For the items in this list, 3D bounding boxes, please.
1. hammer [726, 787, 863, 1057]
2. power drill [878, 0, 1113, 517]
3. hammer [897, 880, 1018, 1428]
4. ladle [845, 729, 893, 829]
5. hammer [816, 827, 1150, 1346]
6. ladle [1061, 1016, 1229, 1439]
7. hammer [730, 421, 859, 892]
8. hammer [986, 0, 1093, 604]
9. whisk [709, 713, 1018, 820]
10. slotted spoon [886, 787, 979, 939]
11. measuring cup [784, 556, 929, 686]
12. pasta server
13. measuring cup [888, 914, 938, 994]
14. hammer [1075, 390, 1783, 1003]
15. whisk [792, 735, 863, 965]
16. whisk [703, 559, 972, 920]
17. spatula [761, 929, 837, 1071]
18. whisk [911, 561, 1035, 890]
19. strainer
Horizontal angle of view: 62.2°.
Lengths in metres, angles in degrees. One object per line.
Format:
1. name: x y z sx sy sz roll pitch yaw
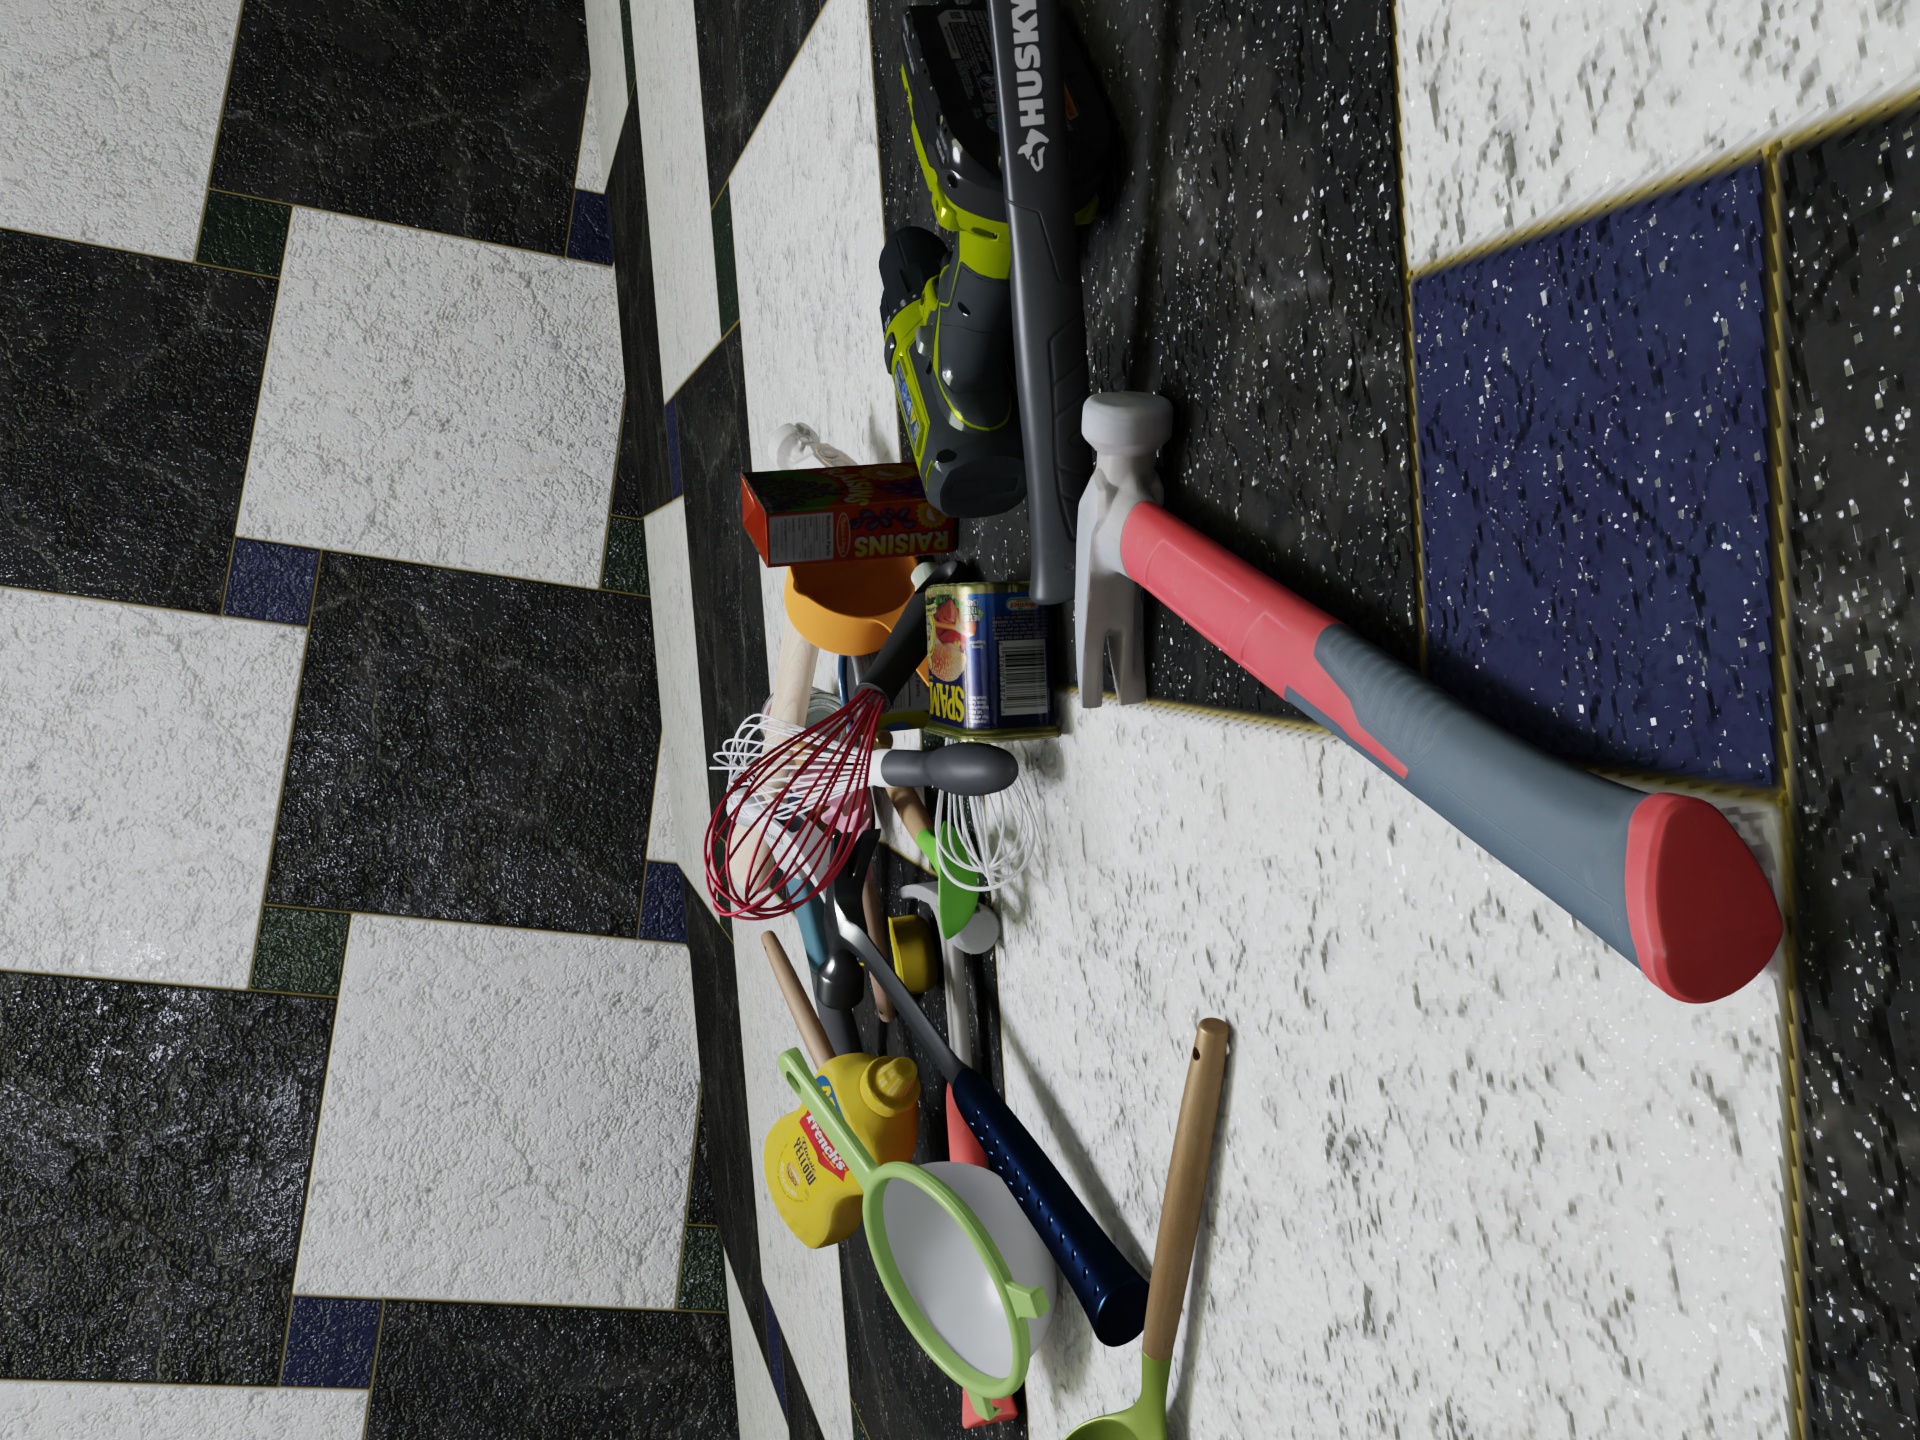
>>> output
1. hammer: -0.111 0.212 1.310 0.128 0.033 0.330 23 134 43
2. power drill: 0.002 -0.243 0.813 0.228 0.080 0.191 104 155 -56
3. hammer: 0.002 0.288 1.060 0.149 0.036 0.359 -176 81 -74
4. ladle: -0.068 0.038 1.152 0.315 0.031 0.069 127 128 -78
5. hammer: -0.002 0.207 0.949 0.406 0.035 0.144 -136 46 -55
6. ladle: 0.084 0.275 0.738 0.078 0.062 0.320 -135 44 -55
7. hammer: -0.127 -0.018 1.244 0.146 0.038 0.410 45 135 35
8. hammer: 0.029 -0.205 0.675 0.035 0.146 0.334 -83 -12 -62
9. whisk: -0.063 0.027 0.954 0.285 0.070 0.070 -2 93 50
10. slotted spoon: -0.026 0.070 1.067 0.314 0.031 0.070 -130 37 -73
11. measuring cup: -0.050 -0.055 1.045 0.174 0.095 0.052 52 148 21
12. pasta server: -0.075 0.137 1.183 0.060 0.040 0.315 32 147 31
13. measuring cup: -0.033 0.190 1.190 0.156 0.029 0.062 90 168 -64
14. hammer: 0.121 -0.005 0.544 0.387 0.038 0.143 -127 34 -62
15. whisk: -0.100 0.110 1.279 0.047 0.051 0.244 31 142 40
16. whisk: -0.058 0.000 0.888 0.073 0.073 0.296 103 -166 -47
17. spatula: -0.081 0.285 1.218 0.318 0.044 0.082 58 153 33
18. whisk: -0.002 -0.003 0.963 0.057 0.059 0.247 60 -166 -52
19. strainer: -0.021 0.291 0.989 0.257 0.069 0.151 47 141 31
